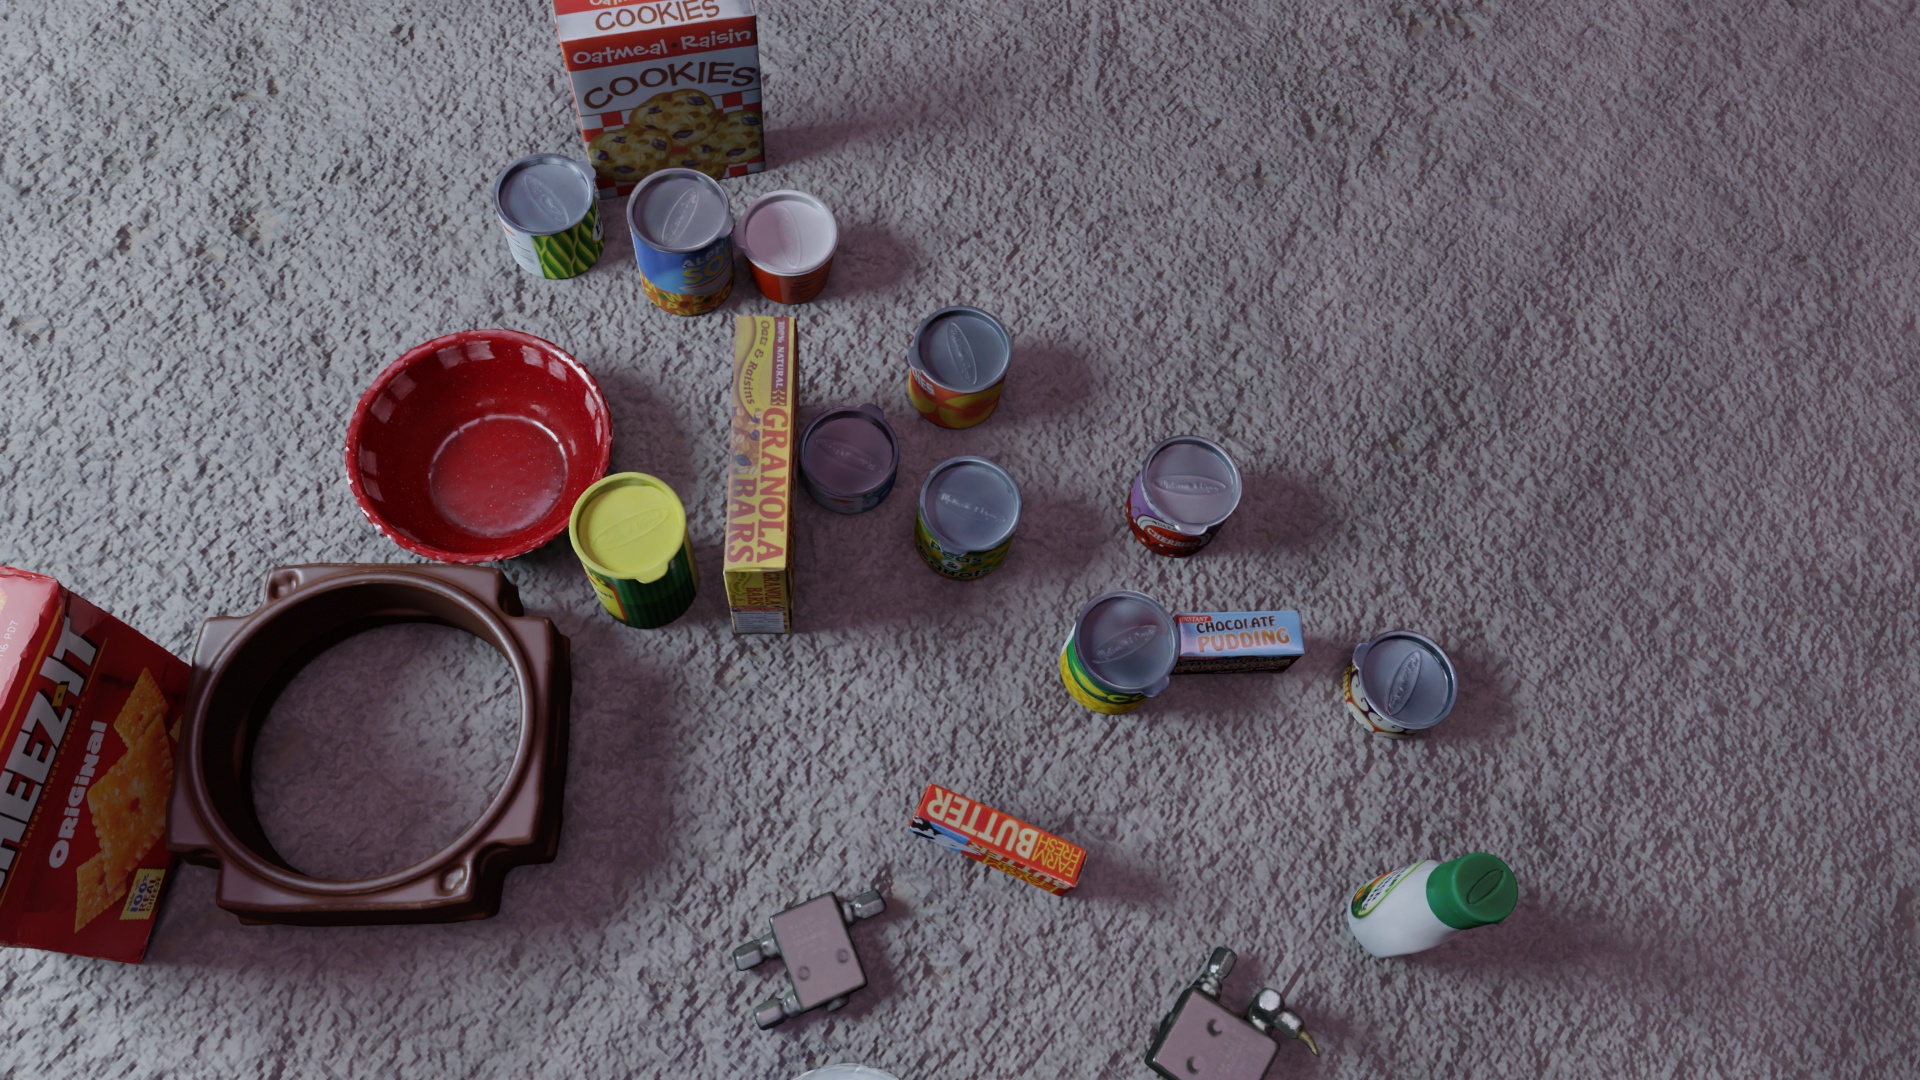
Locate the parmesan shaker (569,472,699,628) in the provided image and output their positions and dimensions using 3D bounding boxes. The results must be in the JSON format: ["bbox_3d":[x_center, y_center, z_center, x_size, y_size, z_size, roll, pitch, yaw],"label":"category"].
[{"bbox_3d":[-0.195,0.011,0.847,0.071,0.102,0.071,2,69,-5],"label":"parmesan shaker"}]

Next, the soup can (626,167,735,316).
[{"bbox_3d":[-0.185,-0.200,0.942,0.071,0.083,0.071,2,68,-5],"label":"soup can"}]

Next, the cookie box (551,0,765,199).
[{"bbox_3d":[-0.198,-0.305,0.938,0.123,0.166,0.040,-13,71,-11],"label":"cookie box"}]

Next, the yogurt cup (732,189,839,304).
[{"bbox_3d":[-0.119,-0.201,0.966,0.072,0.053,0.072,2,68,-5],"label":"yogurt cup"}]

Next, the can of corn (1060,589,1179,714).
[{"bbox_3d":[0.101,0.074,0.877,0.071,0.058,0.071,2,68,-5],"label":"can of corn"}]

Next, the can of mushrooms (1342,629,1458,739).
[{"bbox_3d":[0.283,0.093,0.903,0.071,0.033,0.071,2,68,-5],"label":"can of mushrooms"}]

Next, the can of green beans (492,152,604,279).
[{"bbox_3d":[-0.281,-0.222,0.955,0.071,0.057,0.071,2,68,-5],"label":"can of green beans"}]

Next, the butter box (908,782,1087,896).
[{"bbox_3d":[0.022,0.179,0.830,0.103,0.053,0.024,23,68,3],"label":"butter box"}]

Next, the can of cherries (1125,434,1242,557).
[{"bbox_3d":[0.146,-0.026,0.922,0.071,0.058,0.072,2,68,-5],"label":"can of cherries"}]

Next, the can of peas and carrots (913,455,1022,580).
[{"bbox_3d":[0.003,-0.011,0.901,0.071,0.058,0.071,2,68,-5],"label":"can of peas and carrots"}]

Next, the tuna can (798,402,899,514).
[{"bbox_3d":[-0.073,-0.055,0.924,0.071,0.032,0.071,2,68,-5],"label":"tuna can"}]

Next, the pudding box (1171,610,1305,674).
[{"bbox_3d":[0.174,0.066,0.893,0.084,0.049,0.030,-1,69,-6],"label":"pudding box"}]

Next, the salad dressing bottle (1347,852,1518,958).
[{"bbox_3d":[0.269,0.207,0.794,0.064,0.147,0.044,-34,76,-17],"label":"salad dressing bottle"}]

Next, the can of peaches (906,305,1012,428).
[{"bbox_3d":[-0.003,-0.116,0.942,0.071,0.058,0.071,2,68,-5],"label":"can of peaches"}]

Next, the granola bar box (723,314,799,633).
[{"bbox_3d":[-0.121,-0.038,0.863,0.039,0.123,0.166,1,68,-5],"label":"granola bar box"}]
